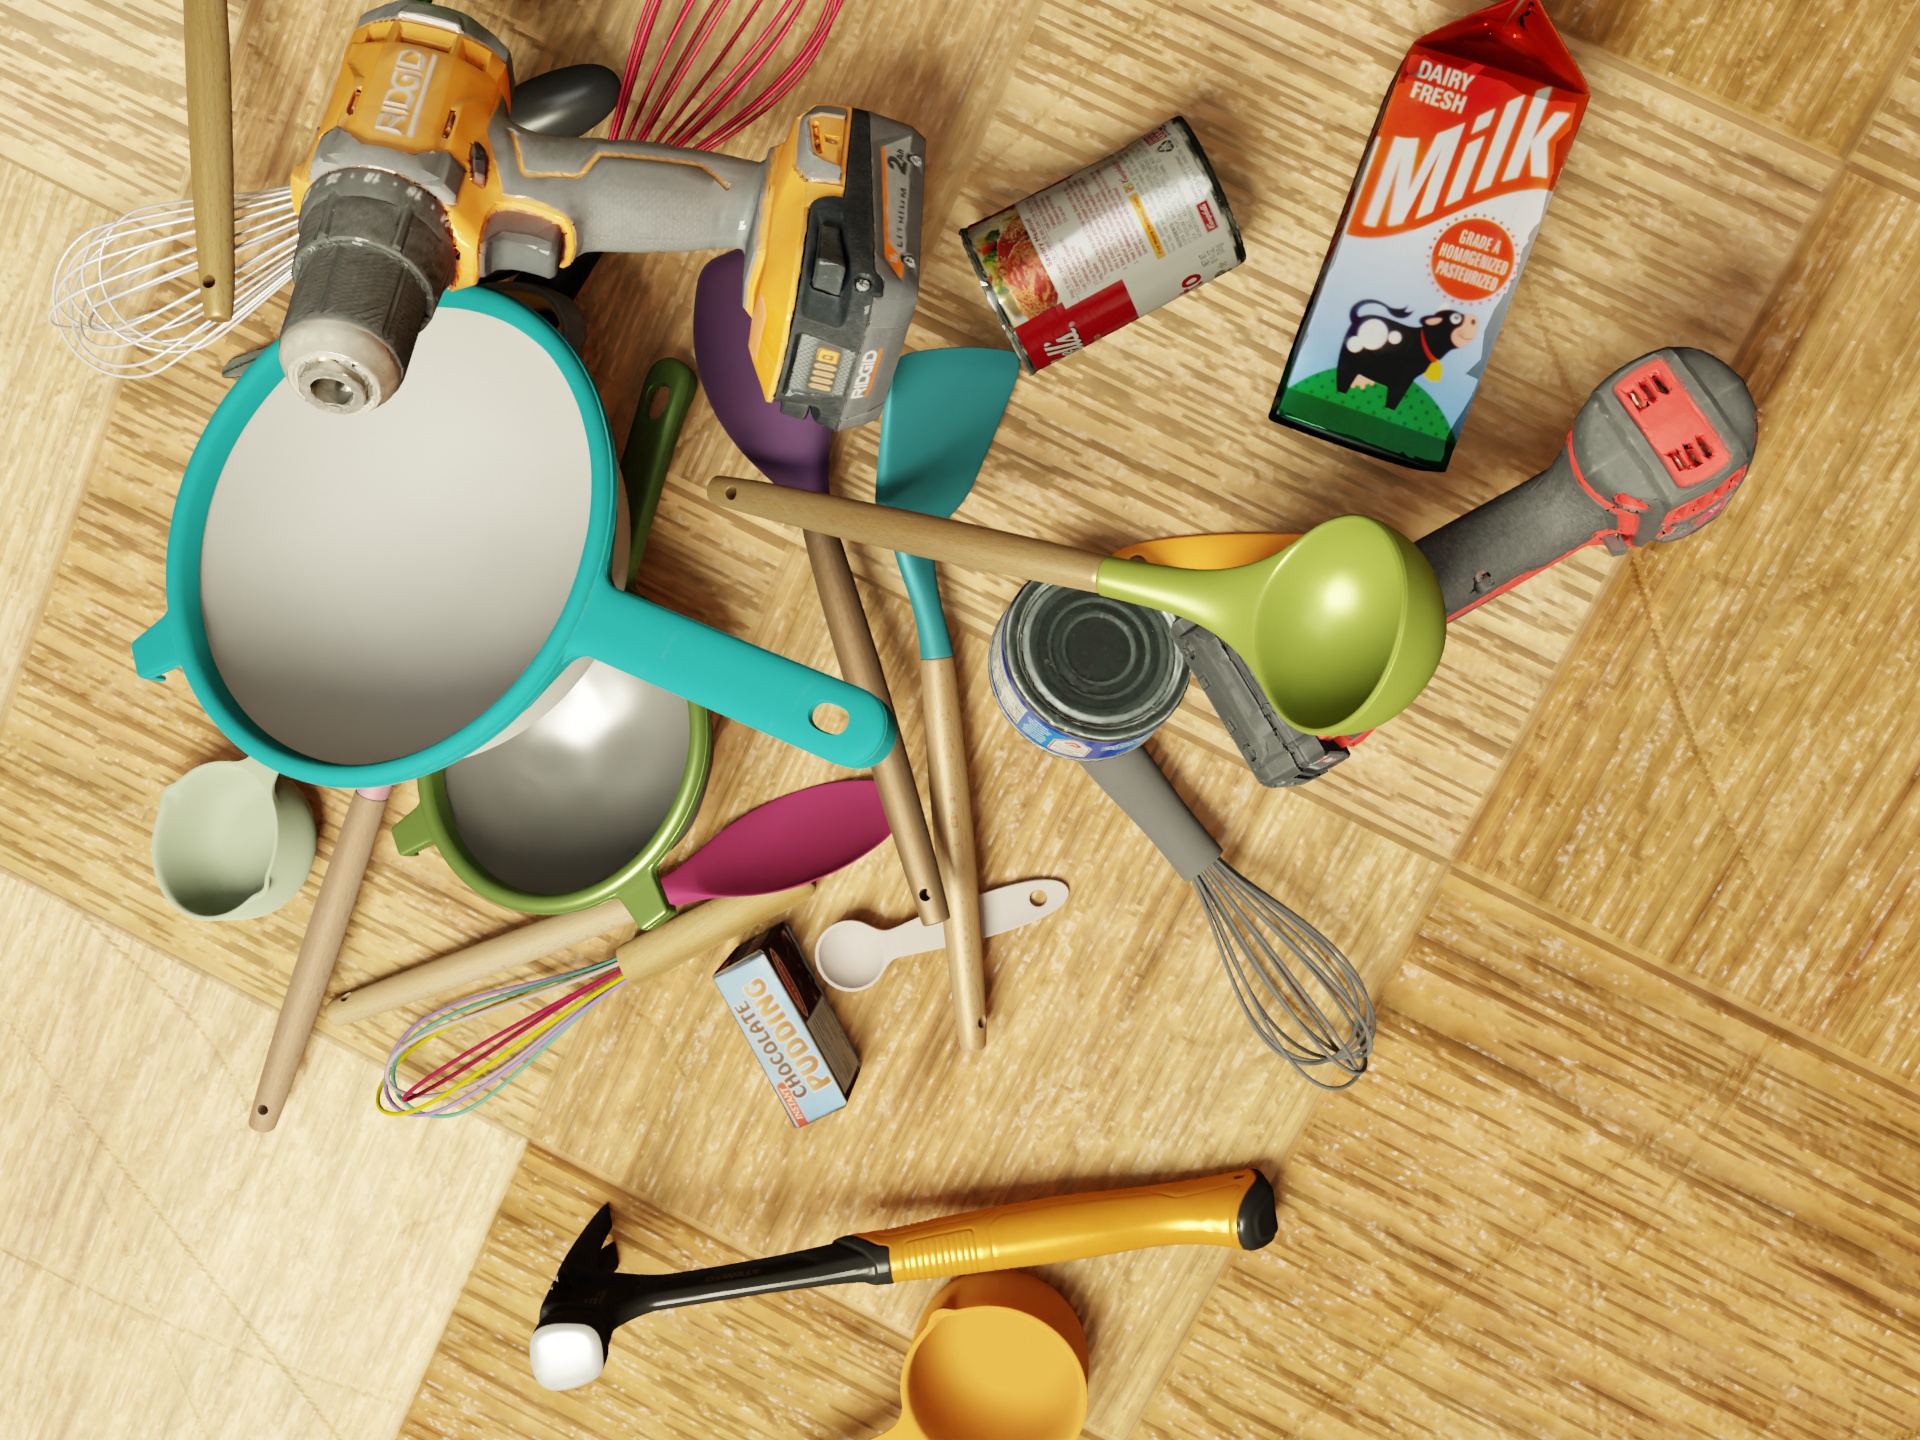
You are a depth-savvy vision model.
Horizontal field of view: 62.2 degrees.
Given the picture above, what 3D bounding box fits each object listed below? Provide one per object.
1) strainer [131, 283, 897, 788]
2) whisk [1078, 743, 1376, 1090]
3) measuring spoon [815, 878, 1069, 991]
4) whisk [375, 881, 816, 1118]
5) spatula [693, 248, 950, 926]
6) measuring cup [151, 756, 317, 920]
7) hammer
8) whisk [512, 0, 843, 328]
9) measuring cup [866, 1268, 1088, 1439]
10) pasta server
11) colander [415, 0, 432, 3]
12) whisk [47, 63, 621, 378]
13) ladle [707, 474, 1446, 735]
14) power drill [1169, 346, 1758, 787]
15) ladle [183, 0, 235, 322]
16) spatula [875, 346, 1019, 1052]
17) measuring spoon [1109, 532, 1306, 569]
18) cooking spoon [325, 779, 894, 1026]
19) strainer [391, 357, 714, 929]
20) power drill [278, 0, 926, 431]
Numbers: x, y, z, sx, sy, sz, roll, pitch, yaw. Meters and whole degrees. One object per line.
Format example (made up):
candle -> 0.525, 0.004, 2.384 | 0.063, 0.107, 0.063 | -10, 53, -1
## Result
strainer -> -0.163, -0.047, 0.649 | 0.340, 0.095, 0.211 | 22, 87, 20
whisk -> 0.106, 0.066, 0.714 | 0.055, 0.055, 0.239 | -39, 88, 12
measuring spoon -> -0.008, 0.097, 0.752 | 0.124, 0.018, 0.034 | -17, 95, 3
whisk -> -0.178, 0.131, 0.764 | 0.245, 0.047, 0.051 | -27, 93, 8
spatula -> -0.058, -0.062, 0.706 | 0.060, 0.018, 0.316 | -19, 85, 13
measuring cup -> -0.322, 0.022, 0.767 | 0.083, 0.038, 0.167 | 36, 93, 21
hammer -> -0.021, 0.246, 0.744 | 0.337, 0.127, 0.034 | -8, 97, -1
whisk -> -0.146, -0.240, 0.696 | 0.073, 0.073, 0.295 | 42, 108, 0
measuring cup -> -0.016, 0.331, 0.770 | 0.173, 0.052, 0.095 | -34, 93, 13
pasta server -> -0.288, 0.058, 0.768 | 0.060, 0.040, 0.316 | 23, 102, 3
colander -> -0.131, -0.468, 0.636 | 0.094, 0.204, 0.397 | 12, 84, -28
whisk -> -0.282, -0.230, 0.717 | 0.284, 0.070, 0.070 | -21, 96, 6
ladle -> 0.026, -0.062, 0.610 | 0.320, 0.062, 0.078 | 16, 96, 26
power drill -> 0.204, -0.060, 0.638 | 0.219, 0.143, 0.078 | -32, 78, 16
ladle -> -0.328, -0.328, 0.687 | 0.069, 0.031, 0.315 | -4, 88, 5
spatula -> -0.001, -0.002, 0.709 | 0.044, 0.082, 0.317 | 3, 102, 41
measuring spoon -> 0.122, -0.073, 0.706 | 0.117, 0.011, 0.021 | -5, 98, 8
cooking spoon -> -0.171, 0.094, 0.758 | 0.319, 0.069, 0.017 | -20, 124, 15
strainer -> -0.154, -0.036, 0.731 | 0.151, 0.069, 0.256 | 12, 83, 23
power drill -> -0.132, -0.175, 0.599 | 0.226, 0.084, 0.186 | 10, 56, -12
